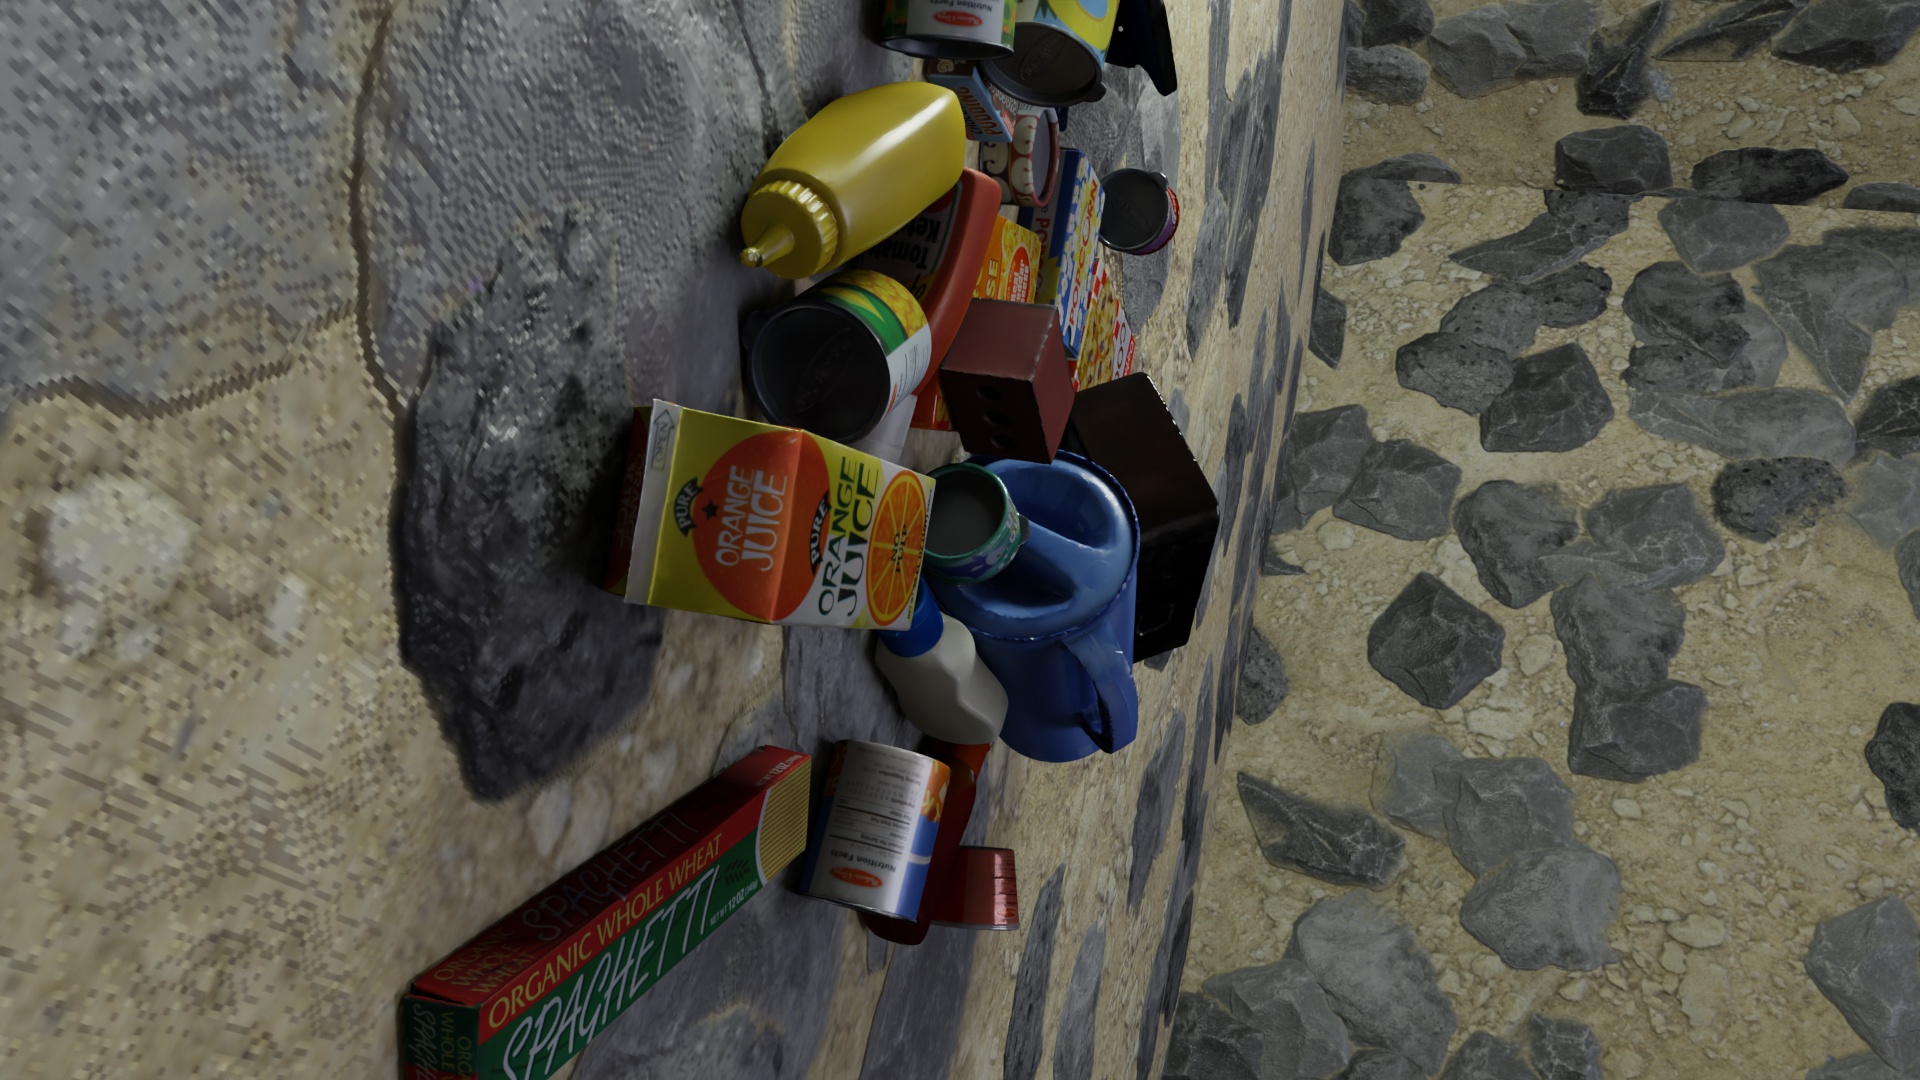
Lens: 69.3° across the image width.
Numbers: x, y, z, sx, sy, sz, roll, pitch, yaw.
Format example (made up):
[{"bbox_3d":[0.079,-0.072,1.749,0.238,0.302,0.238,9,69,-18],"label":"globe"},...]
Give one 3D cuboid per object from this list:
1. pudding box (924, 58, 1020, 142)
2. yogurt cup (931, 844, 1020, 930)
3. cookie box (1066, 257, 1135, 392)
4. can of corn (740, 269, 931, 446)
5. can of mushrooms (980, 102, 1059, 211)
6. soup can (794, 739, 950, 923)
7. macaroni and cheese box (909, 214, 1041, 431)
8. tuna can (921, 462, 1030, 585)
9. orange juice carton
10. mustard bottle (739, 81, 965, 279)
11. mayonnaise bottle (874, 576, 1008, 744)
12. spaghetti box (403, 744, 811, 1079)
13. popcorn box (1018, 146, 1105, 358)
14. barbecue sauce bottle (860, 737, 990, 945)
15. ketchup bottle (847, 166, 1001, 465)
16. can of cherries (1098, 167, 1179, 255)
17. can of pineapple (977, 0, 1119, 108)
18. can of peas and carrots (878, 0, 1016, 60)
[{"bbox_3d":[0.009,-0.262,0.777,0.083,0.030,0.049,32,68,-71],"label":"pudding box"},{"bbox_3d":[0.008,0.238,0.955,0.072,0.072,0.054,38,54,-70],"label":"yogurt cup"},{"bbox_3d":[0.095,-0.131,1.089,0.167,0.040,0.123,42,58,-68],"label":"cookie box"},{"bbox_3d":[-0.054,-0.082,0.610,0.058,0.071,0.071,-53,147,-60],"label":"can of corn"},{"bbox_3d":[0.038,-0.240,0.871,0.071,0.033,0.071,7,91,-73],"label":"can of mushrooms"},{"bbox_3d":[-0.046,0.156,0.744,0.071,0.071,0.084,56,45,-65],"label":"soup can"},{"bbox_3d":[0.000,-0.125,0.796,0.167,0.040,0.123,-14,112,-71],"label":"macaroni and cheese box"},{"bbox_3d":[0.003,-0.010,0.807,0.032,0.071,0.071,62,40,-60],"label":"tuna can"},{"bbox_3d":[-0.078,-0.006,0.555,0.193,0.073,0.072,15,85,-72],"label":"orange juice carton"},{"bbox_3d":[-0.053,-0.149,0.592,0.161,0.065,0.048,-53,142,-45],"label":"mustard bottle"},{"bbox_3d":[-0.017,0.069,0.802,0.147,0.065,0.041,66,37,-53],"label":"mayonnaise bottle"},{"bbox_3d":[-0.125,0.145,0.553,0.251,0.029,0.050,-28,124,-68],"label":"spaghetti box"},{"bbox_3d":[0.067,-0.200,0.971,0.085,0.038,0.126,25,74,-73],"label":"popcorn box"},{"bbox_3d":[-0.018,0.175,0.873,0.149,0.044,0.064,-65,156,-43],"label":"barbecue sauce bottle"},{"bbox_3d":[-0.028,-0.112,0.686,0.043,0.065,0.148,9,98,-59],"label":"ketchup bottle"},{"bbox_3d":[0.143,-0.266,1.123,0.058,0.071,0.071,-20,117,-70],"label":"can of cherries"},{"bbox_3d":[0.048,-0.270,0.730,0.071,0.071,0.058,57,44,-64],"label":"can of pineapple"},{"bbox_3d":[-0.006,-0.268,0.674,0.071,0.071,0.058,-26,122,-69],"label":"can of peas and carrots"}]
